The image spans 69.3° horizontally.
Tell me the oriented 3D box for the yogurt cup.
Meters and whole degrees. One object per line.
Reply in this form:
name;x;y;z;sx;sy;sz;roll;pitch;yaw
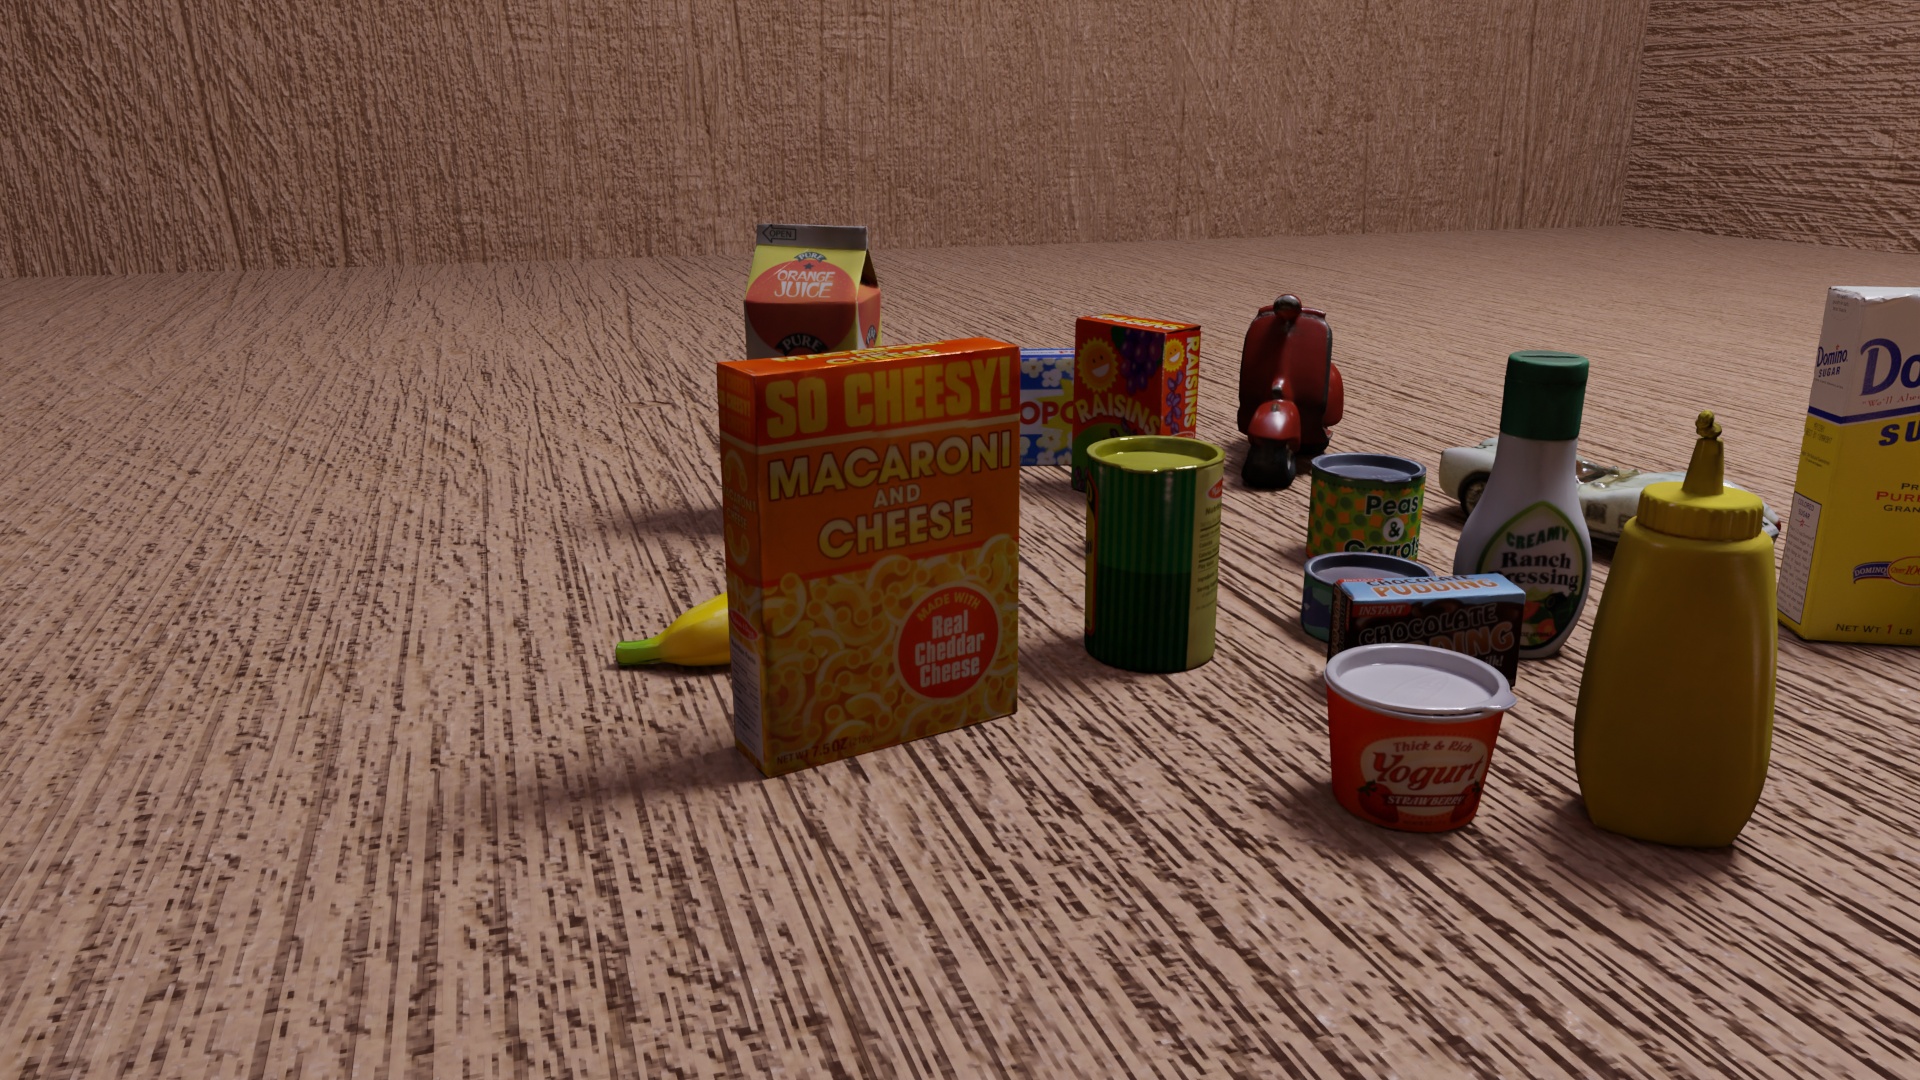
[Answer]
yogurt cup;0.173;0.076;0.536;0.072;0.053;0.072;0;17;0

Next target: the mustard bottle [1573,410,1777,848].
mustard bottle;0.264;0.031;0.504;0.065;0.159;0.049;7;18;23

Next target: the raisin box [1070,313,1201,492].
raisin box;0.120;-0.090;0.955;0.040;0.123;0.086;-13;21;-37

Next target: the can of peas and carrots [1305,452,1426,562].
can of peas and carrots;0.242;-0.017;0.828;0.071;0.058;0.071;0;17;0

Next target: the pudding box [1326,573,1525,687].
pudding box;0.217;0.043;0.650;0.084;0.049;0.030;-2;17;-5

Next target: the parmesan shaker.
parmesan shaker;0.093;0.006;0.679;0.071;0.102;0.071;0;17;0

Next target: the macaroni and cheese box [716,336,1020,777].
macaroni and cheese box;-0.036;0.003;0.583;0.124;0.165;0.040;-10;19;-31

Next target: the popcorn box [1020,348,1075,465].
popcorn box;0.086;-0.103;1.061;0.127;0.085;0.038;-1;17;-4

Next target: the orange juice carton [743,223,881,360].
orange juice carton;-0.091;-0.103;0.882;0.072;0.192;0.073;2;17;8

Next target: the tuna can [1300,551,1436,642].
tuna can;0.211;0.031;0.716;0.071;0.032;0.071;0;17;0

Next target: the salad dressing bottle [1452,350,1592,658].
salad dressing bottle;0.279;-0.018;0.681;0.064;0.147;0.044;1;17;5
